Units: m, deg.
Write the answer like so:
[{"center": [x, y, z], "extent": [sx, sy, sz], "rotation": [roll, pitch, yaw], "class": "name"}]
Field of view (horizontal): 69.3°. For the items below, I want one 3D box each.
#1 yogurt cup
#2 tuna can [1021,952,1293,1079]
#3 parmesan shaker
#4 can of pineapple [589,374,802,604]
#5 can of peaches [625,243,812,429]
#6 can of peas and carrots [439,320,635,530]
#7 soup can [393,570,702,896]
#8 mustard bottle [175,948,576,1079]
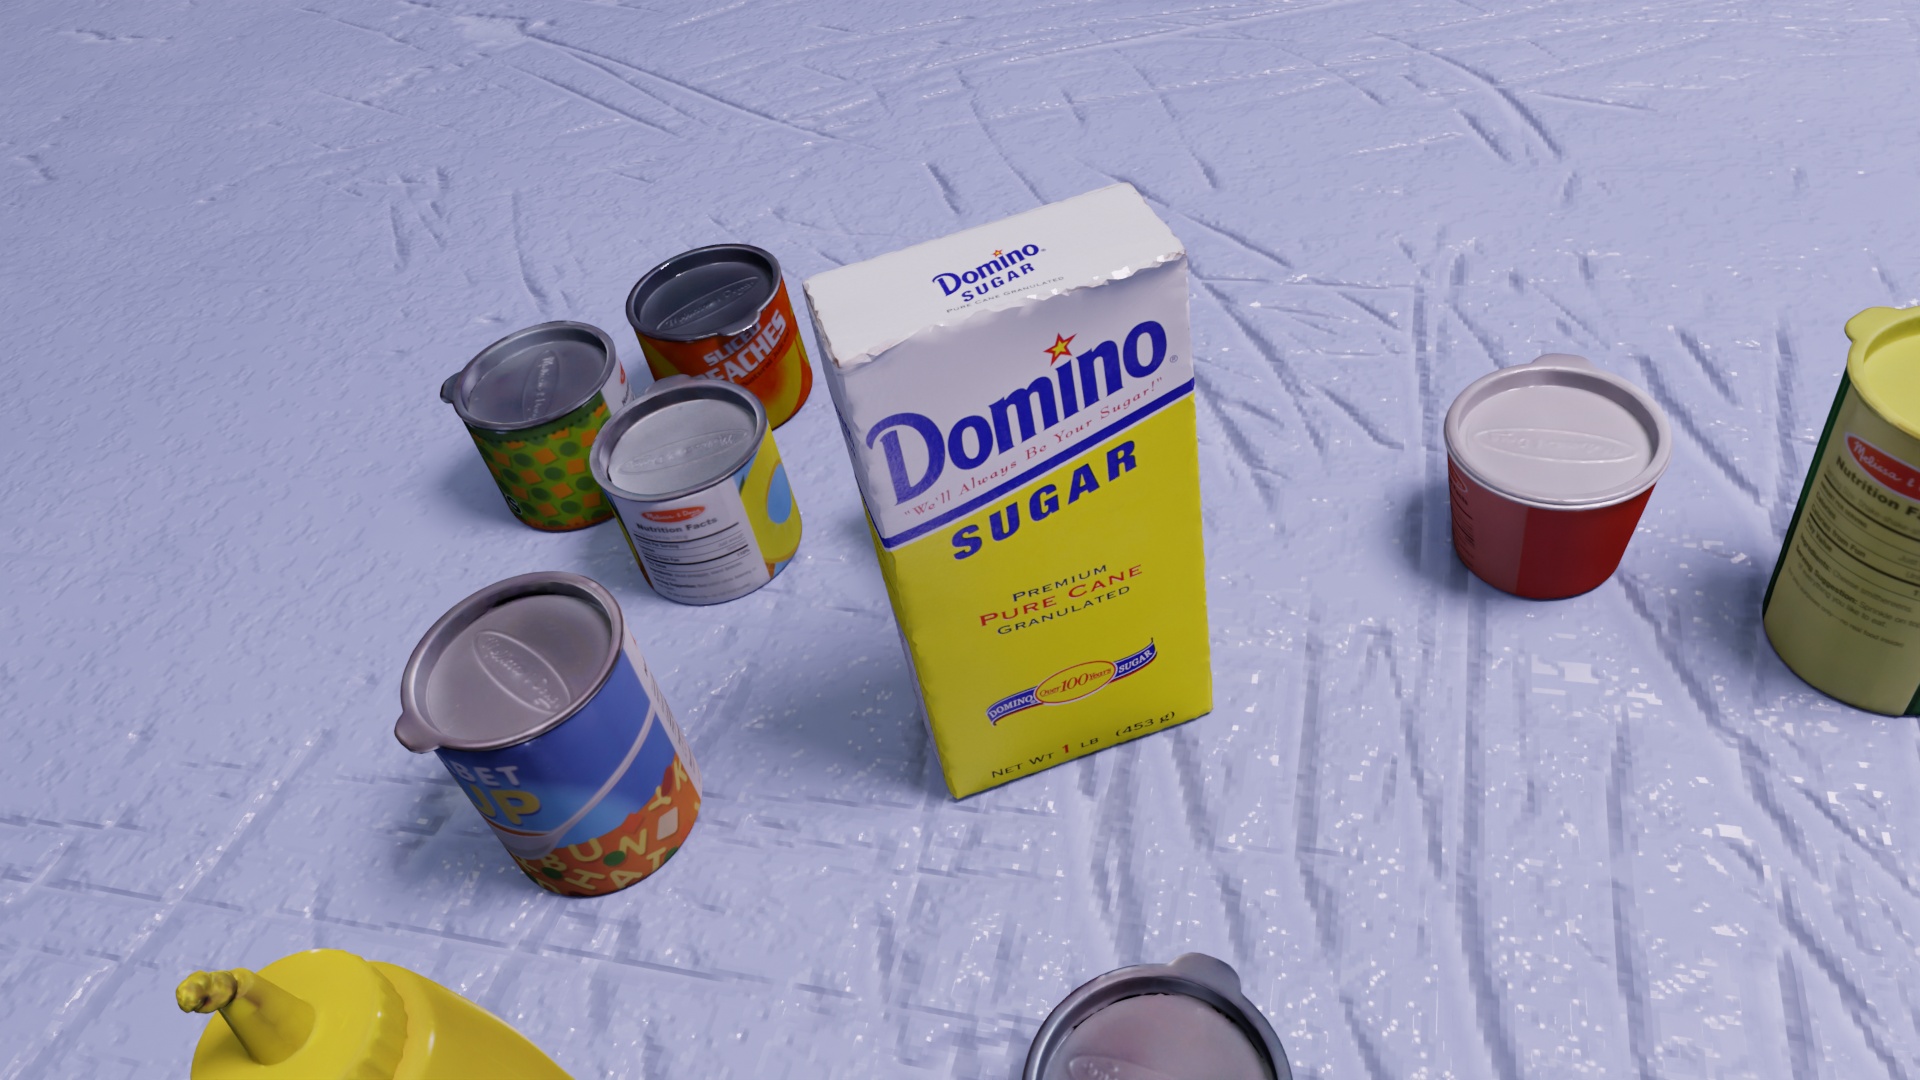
[{"center": [0.194, -0.018, 0.460], "extent": [0.072, 0.053, 0.073], "rotation": [-6, 45, 7], "class": "yogurt cup"}, {"center": [0.051, 0.142, 0.348], "extent": [0.071, 0.032, 0.071], "rotation": [-6, 45, 6], "class": "tuna can"}, {"center": [0.275, -0.009, 0.398], "extent": [0.071, 0.102, 0.072], "rotation": [-6, 45, 7], "class": "parmesan shaker"}, {"center": [-0.098, -0.020, 0.524], "extent": [0.071, 0.057, 0.071], "rotation": [-6, 45, 7], "class": "can of pineapple"}, {"center": [-0.099, -0.082, 0.587], "extent": [0.071, 0.057, 0.071], "rotation": [-6, 45, 7], "class": "can of peaches"}, {"center": [-0.165, -0.046, 0.565], "extent": [0.071, 0.058, 0.071], "rotation": [-6, 45, 7], "class": "can of peas and carrots"}, {"center": [-0.125, 0.063, 0.430], "extent": [0.071, 0.083, 0.072], "rotation": [-6, 45, 7], "class": "soup can"}, {"center": [-0.124, 0.131, 0.308], "extent": [0.065, 0.159, 0.049], "rotation": [-20, 45, -7], "class": "mustard bottle"}]
